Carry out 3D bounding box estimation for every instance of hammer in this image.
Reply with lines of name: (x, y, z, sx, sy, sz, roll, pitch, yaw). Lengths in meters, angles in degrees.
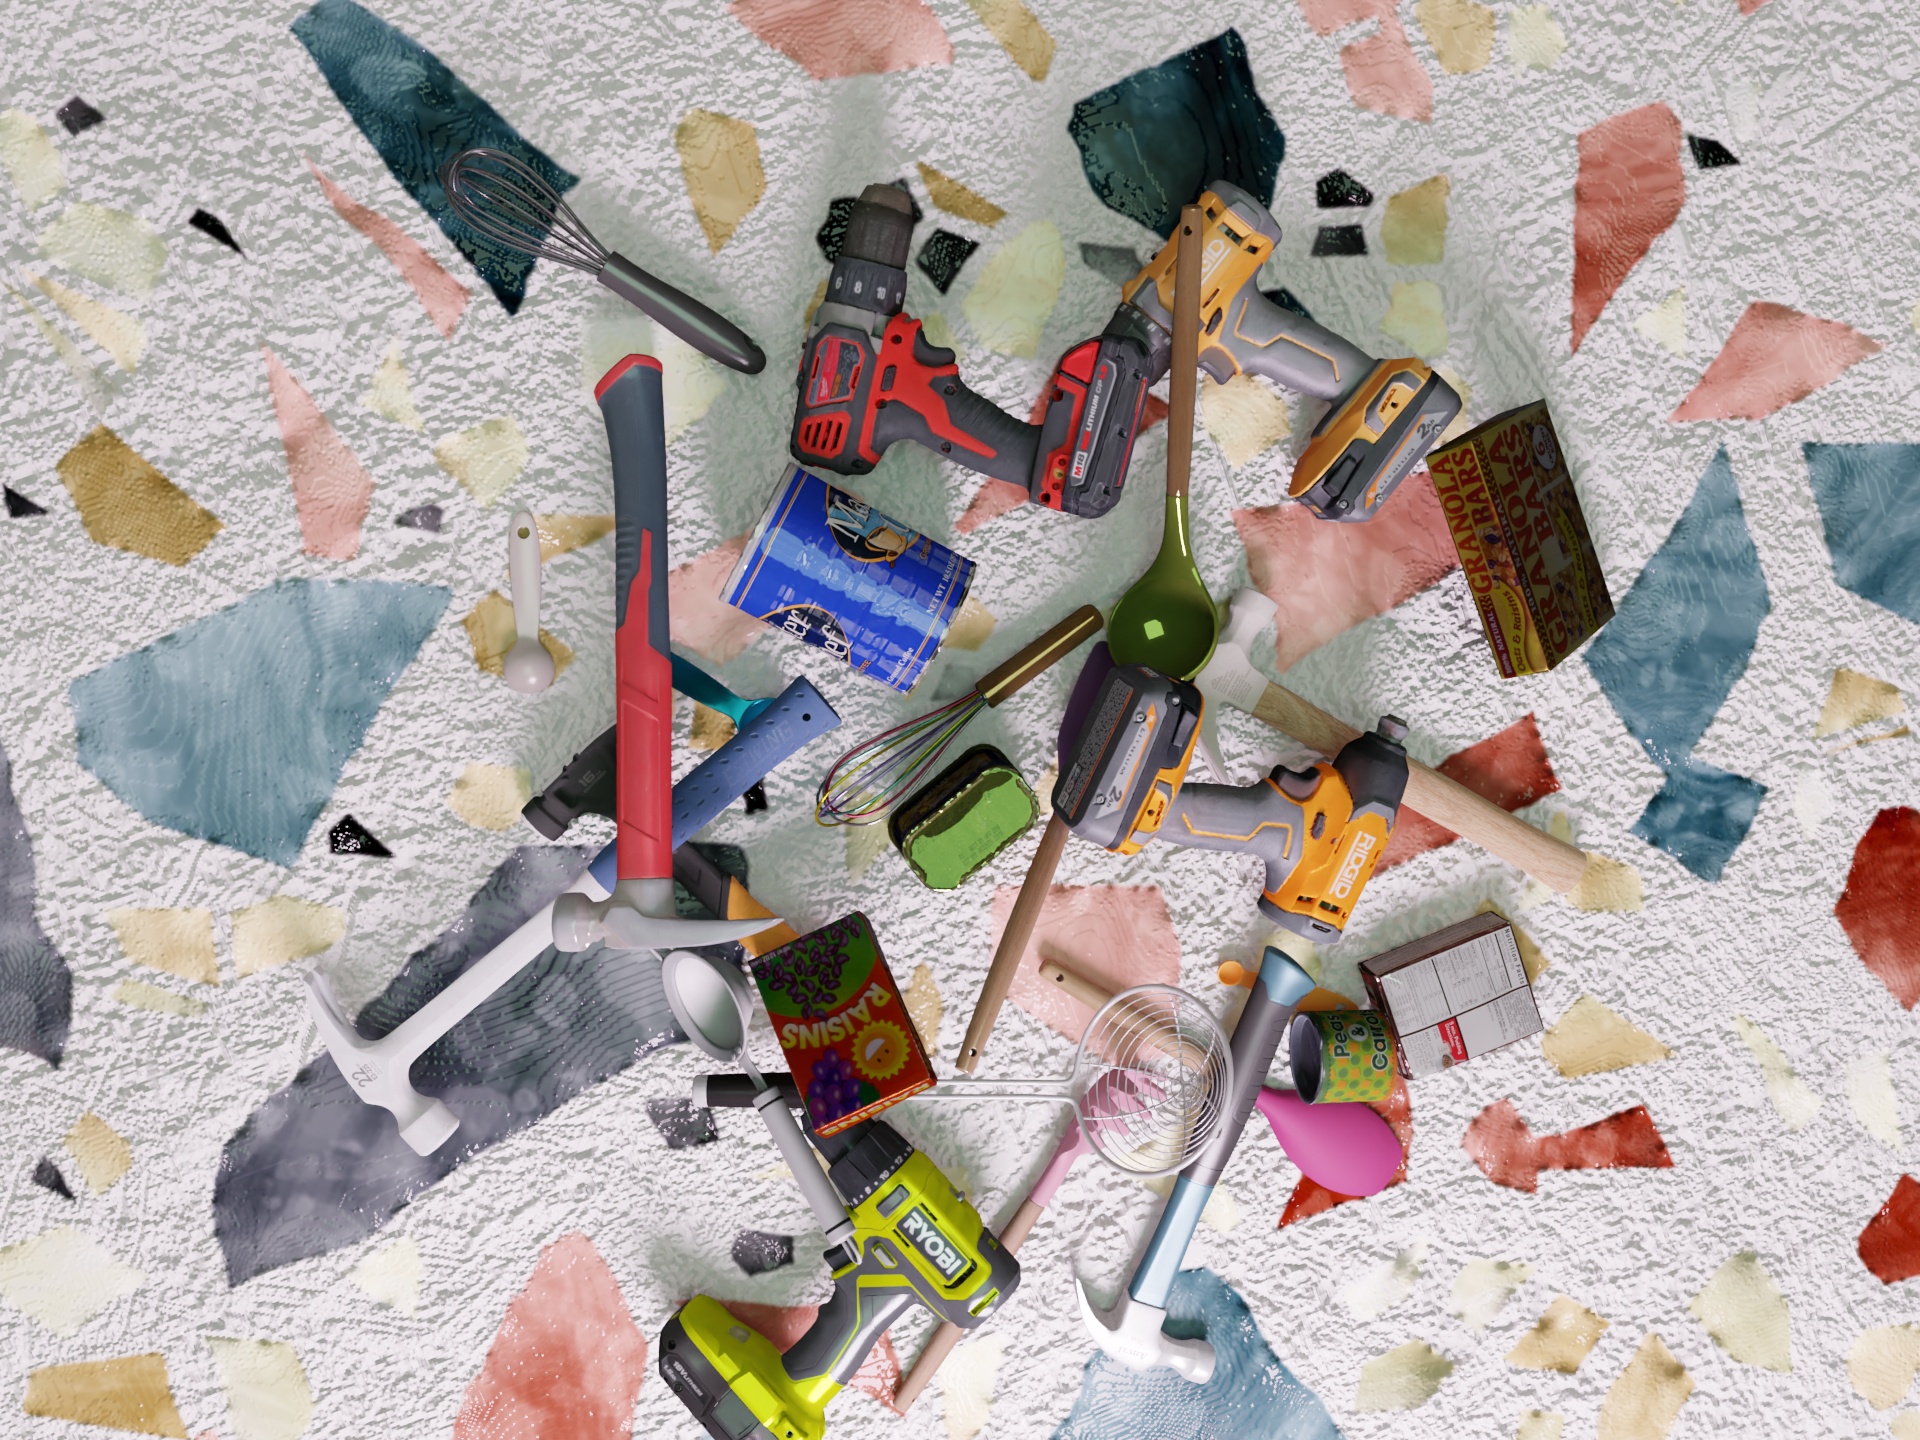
hammer: (0.309, 0.038, 1.148, 0.331, 0.031, 0.130, 29, 92, -9)
hammer: (-0.190, -0.048, 1.027, 0.143, 0.038, 0.386, -2, 82, 2)
hammer: (0.178, 0.319, 1.150, 0.128, 0.033, 0.331, 19, 99, -9)
hammer: (-0.251, 0.109, 1.056, 0.405, 0.035, 0.144, -40, 100, 1)
hammer: (-0.140, 0.135, 1.106, 0.127, 0.034, 0.336, -44, 99, 1)

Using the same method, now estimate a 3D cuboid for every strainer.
strainer: (-0.131, 0.244, 1.057, 0.050, 0.087, 0.258, -21, 72, -38)

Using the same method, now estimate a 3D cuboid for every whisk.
whisk: (-0.002, -0.003, 1.108, 0.245, 0.051, 0.047, -36, 120, -6)
whisk: (-0.231, -0.298, 1.044, 0.239, 0.055, 0.055, 31, 92, -14)

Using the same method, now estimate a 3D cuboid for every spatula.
spatula: (0.062, 0.092, 1.089, 0.059, 0.018, 0.316, 26, 74, -9)

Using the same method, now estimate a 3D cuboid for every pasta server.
pasta server: (0.046, 0.375, 1.152, 0.040, 0.060, 0.316, 36, 95, 34)

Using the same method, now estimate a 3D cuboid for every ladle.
ladle: (0.140, -0.170, 1.041, 0.078, 0.062, 0.320, 12, 121, 22)

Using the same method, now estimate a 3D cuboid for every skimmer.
skimmer: (-0.004, 0.242, 1.066, 0.363, 0.090, 0.127, -1, 69, 2)

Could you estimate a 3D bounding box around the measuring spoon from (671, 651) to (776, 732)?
measuring spoon: (-0.168, -0.018, 1.098, 0.128, 0.021, 0.042, 31, 93, 0)

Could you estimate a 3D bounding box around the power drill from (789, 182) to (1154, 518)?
power drill: (0.008, -0.236, 1.037, 0.227, 0.080, 0.188, 15, 101, 9)

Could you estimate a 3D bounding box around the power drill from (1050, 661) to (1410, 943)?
power drill: (0.194, 0.042, 1.073, 0.226, 0.084, 0.164, 22, 99, -18)

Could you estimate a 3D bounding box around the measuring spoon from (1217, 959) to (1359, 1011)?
measuring spoon: (0.241, 0.198, 1.170, 0.117, 0.011, 0.021, 19, 101, -12)

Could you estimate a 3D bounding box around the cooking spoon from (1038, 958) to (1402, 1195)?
cooking spoon: (0.191, 0.259, 1.165, 0.318, 0.017, 0.069, 32, 91, -9)

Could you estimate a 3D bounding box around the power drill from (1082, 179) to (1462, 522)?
power drill: (0.200, -0.226, 1.084, 0.226, 0.084, 0.185, 39, 95, -5)

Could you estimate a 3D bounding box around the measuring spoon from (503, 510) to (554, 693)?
measuring spoon: (-0.294, -0.079, 1.072, 0.034, 0.018, 0.124, -1, 96, -6)

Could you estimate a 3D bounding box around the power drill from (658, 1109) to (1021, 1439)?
power drill: (-0.098, 0.391, 1.112, 0.228, 0.080, 0.190, -44, 84, -2)
